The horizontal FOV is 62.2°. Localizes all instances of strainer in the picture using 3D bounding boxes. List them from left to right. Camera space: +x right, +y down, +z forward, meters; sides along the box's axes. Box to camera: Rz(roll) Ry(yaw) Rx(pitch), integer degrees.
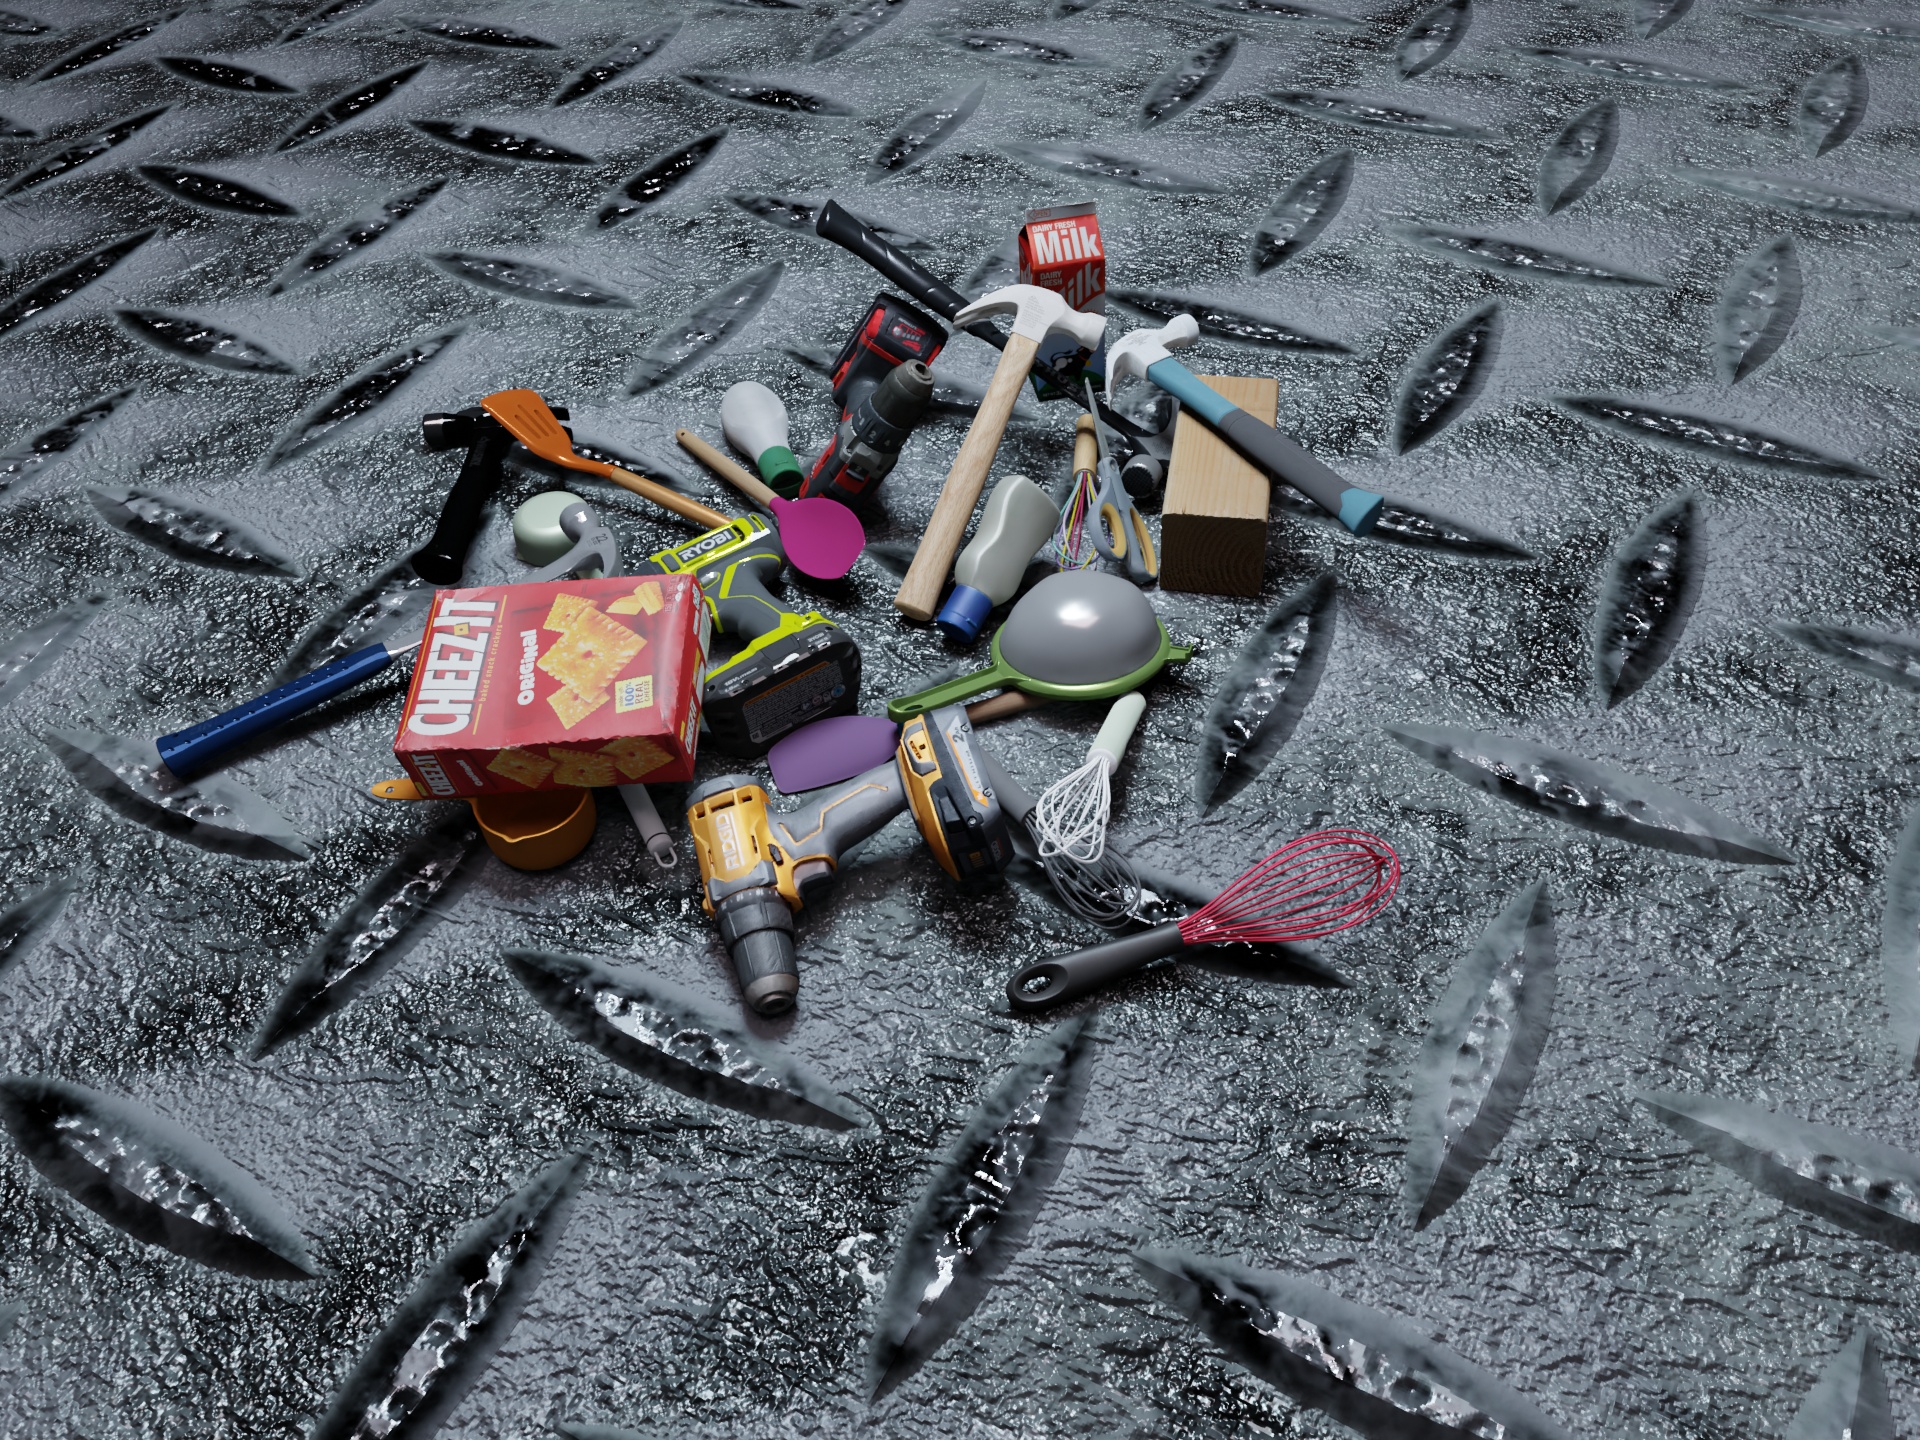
[{"bbox_3d":[-0.277,0.024,1.277,0.087,0.050,0.259,-13,48,-28],"label":"strainer"},{"bbox_3d":[0.052,-0.067,1.296,0.256,0.069,0.152,-21,38,-22],"label":"strainer"}]

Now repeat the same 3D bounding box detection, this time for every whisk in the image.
[{"bbox_3d":[0.052,0.075,1.201,0.055,0.055,0.239,-28,47,-22],"label":"whisk"},{"bbox_3d":[0.111,-0.212,1.476,0.051,0.047,0.245,10,42,-3],"label":"whisk"},{"bbox_3d":[0.105,0.036,1.196,0.059,0.057,0.246,44,32,-5],"label":"whisk"},{"bbox_3d":[0.171,0.145,1.120,0.296,0.073,0.073,-19,48,-6],"label":"whisk"}]

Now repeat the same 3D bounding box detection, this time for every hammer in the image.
[{"bbox_3d":[-0.471,-0.060,1.338,0.405,0.035,0.144,-29,42,-14],"label":"hammer"},{"bbox_3d":[-0.448,-0.216,1.472,0.146,0.035,0.335,-5,33,-3],"label":"hammer"},{"bbox_3d":[0.015,-0.243,1.419,0.130,0.031,0.331,22,76,0],"label":"hammer"},{"bbox_3d":[0.036,-0.366,1.507,0.409,0.036,0.149,35,41,-2],"label":"hammer"},{"bbox_3d":[0.246,-0.257,1.387,0.128,0.033,0.331,-26,49,-20],"label":"hammer"}]

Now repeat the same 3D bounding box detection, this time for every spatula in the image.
[{"bbox_3d":[-0.302,-0.229,1.488,0.323,0.041,0.081,26,27,13],"label":"spatula"},{"bbox_3d":[-0.002,-0.004,1.296,0.316,0.018,0.060,-15,59,-10],"label":"spatula"}]

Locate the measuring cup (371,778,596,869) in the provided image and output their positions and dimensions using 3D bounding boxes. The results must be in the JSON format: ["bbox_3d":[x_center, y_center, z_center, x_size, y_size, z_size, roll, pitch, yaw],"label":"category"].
[{"bbox_3d":[-0.366,0.071,1.228,0.173,0.052,0.095,2,47,8],"label":"measuring cup"}]

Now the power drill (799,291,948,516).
[{"bbox_3d":[-0.072,-0.305,1.483,0.080,0.188,0.227,28,42,-17],"label":"power drill"}]

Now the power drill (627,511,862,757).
[{"bbox_3d":[-0.196,-0.075,1.341,0.171,0.080,0.223,-28,47,-15],"label":"power drill"}]

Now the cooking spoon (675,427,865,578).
[{"bbox_3d":[-0.185,-0.212,1.483,0.319,0.017,0.069,38,94,41],"label":"cooking spoon"}]

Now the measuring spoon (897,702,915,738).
[{"bbox_3d":[-0.028,0.033,1.248,0.042,0.021,0.129,-15,57,-9],"label":"measuring spoon"}]

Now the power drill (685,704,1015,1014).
[{"bbox_3d":[-0.078,0.100,1.151,0.226,0.084,0.186,-19,55,0],"label":"power drill"}]

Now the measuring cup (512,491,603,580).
[{"bbox_3d":[-0.352,-0.157,1.451,0.083,0.038,0.168,-29,49,-22],"label":"measuring cup"}]
